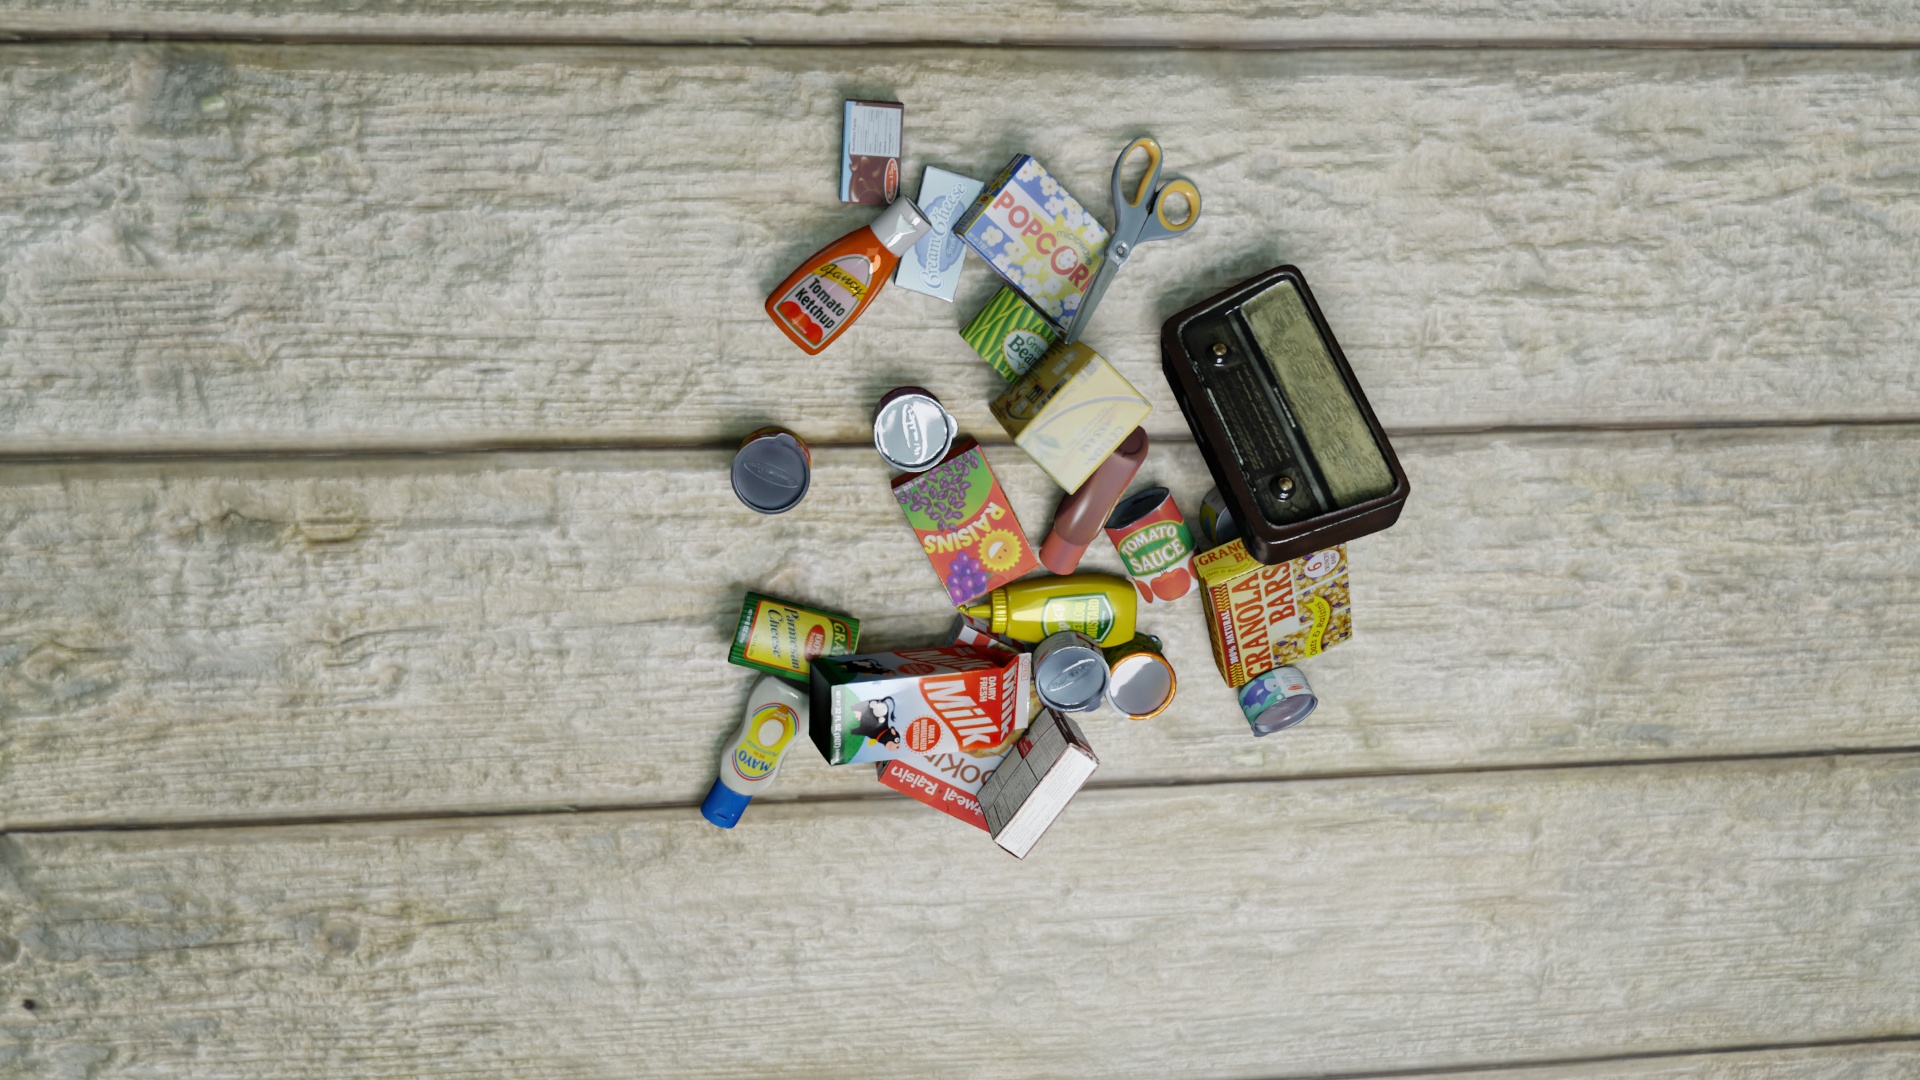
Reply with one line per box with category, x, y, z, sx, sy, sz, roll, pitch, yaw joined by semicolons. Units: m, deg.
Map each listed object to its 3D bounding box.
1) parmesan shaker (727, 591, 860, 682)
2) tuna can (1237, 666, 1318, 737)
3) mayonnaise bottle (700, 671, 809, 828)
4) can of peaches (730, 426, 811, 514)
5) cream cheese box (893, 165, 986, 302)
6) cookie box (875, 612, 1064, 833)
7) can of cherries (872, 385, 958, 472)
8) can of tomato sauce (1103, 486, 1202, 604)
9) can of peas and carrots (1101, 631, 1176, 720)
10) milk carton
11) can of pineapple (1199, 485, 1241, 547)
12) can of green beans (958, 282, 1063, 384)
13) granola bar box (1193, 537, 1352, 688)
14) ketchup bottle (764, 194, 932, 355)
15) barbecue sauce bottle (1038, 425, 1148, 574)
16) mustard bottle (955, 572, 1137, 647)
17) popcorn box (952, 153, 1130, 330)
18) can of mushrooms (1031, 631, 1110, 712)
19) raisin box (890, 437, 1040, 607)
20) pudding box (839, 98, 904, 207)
parmesan shaker;-0.146;0.091;1.214;0.103;0.071;0.071;15;102;-9
tuna can;0.289;0.148;1.274;0.071;0.033;0.070;-15;145;-10
mayonnaise bottle;-0.183;0.189;1.249;0.065;0.041;0.148;28;99;-13
can of peaches;-0.159;-0.062;1.180;0.071;0.058;0.071;-1;104;-5
cream cheese box;-0.018;-0.256;1.163;0.053;0.024;0.103;14;102;-8
cookie box;0.015;0.168;1.264;0.123;0.040;0.167;27;100;-12
can of cherries;-0.039;-0.096;1.184;0.071;0.058;0.071;-1;103;-5
can of tomato sauce;0.173;0.006;1.223;0.071;0.071;0.083;-30;106;2
can of peas and carrots;0.159;0.121;1.257;0.071;0.059;0.070;-1;105;-5
milk carton;-0.028;0.136;1.181;0.191;0.073;0.072;-3;104;-21
can of pineapple;0.251;-0.015;1.232;0.071;0.058;0.070;-1;105;-5
can of green beans;0.041;-0.174;1.167;0.071;0.071;0.058;41;97;-14
granola bar box;0.277;0.053;1.218;0.124;0.039;0.164;-22;139;0
ketchup bottle;-0.089;-0.222;1.142;0.148;0.044;0.064;-40;108;15
barbecue sauce bottle;0.111;-0.034;1.193;0.044;0.065;0.147;24;128;-4
mustard bottle;0.076;0.063;1.239;0.160;0.049;0.065;-1;105;-5
popcorn box;0.068;-0.247;1.153;0.126;0.038;0.085;39;93;-25
can of mushrooms;0.097;0.117;1.218;0.071;0.033;0.070;-2;114;-5
raisin box;0.004;-0.015;1.218;0.086;0.040;0.123;-27;106;1
pudding box;-0.073;-0.317;1.139;0.050;0.030;0.083;2;104;-7
